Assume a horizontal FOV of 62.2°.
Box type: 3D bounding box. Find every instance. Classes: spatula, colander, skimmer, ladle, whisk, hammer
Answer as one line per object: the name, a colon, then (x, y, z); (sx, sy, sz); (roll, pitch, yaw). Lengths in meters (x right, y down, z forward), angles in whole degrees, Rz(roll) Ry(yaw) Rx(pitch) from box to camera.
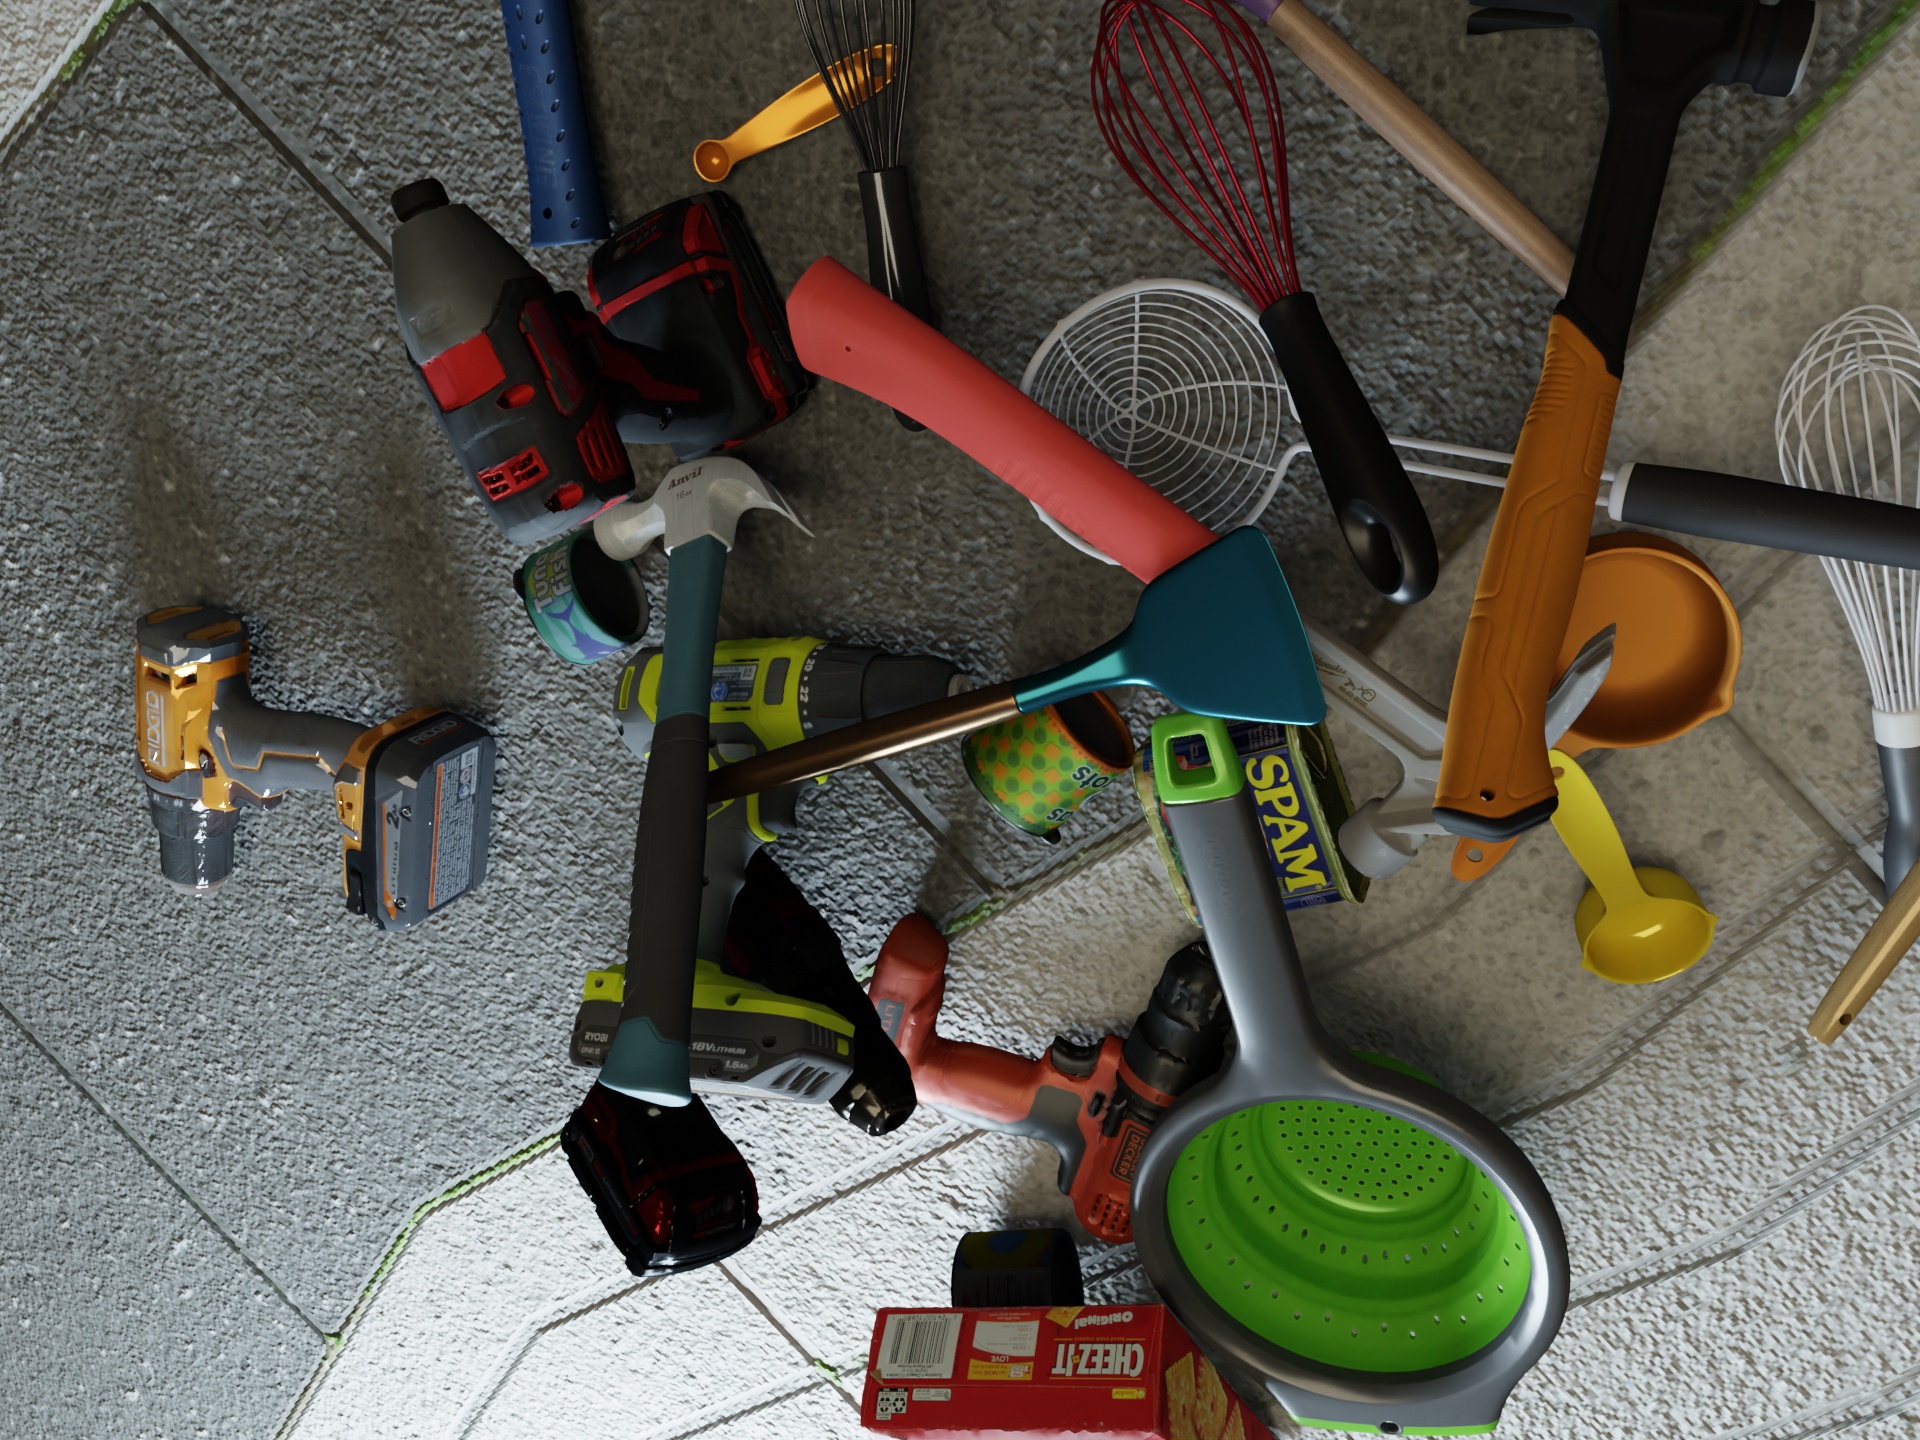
spatula: (-0.001, -0.002, 0.688); (0.317, 0.044, 0.082); (-17, 101, 25)
colander: (0.168, 0.159, 0.760); (0.204, 0.094, 0.396); (-10, 111, 26)
skimmer: (0.199, -0.098, 0.642); (0.363, 0.090, 0.127); (16, 113, 28)
ladle: (0.428, 0.000, 0.630); (0.069, 0.031, 0.315); (20, 109, -14)
spatula: (0.149, -0.276, 0.659); (0.316, 0.018, 0.059); (41, 151, -1)
whisk: (0.382, -0.029, 0.652); (0.070, 0.070, 0.284); (-10, 110, 22)
whisk: (0.121, -0.179, 0.630); (0.073, 0.073, 0.296); (-28, 74, 26)
hammer: (0.084, -0.083, 0.662); (0.359, 0.037, 0.149); (36, 127, 0)
hammer: (0.223, -0.121, 0.600); (0.127, 0.034, 0.337); (13, 84, 15)
hammer: (-0.207, -0.428, 0.724); (0.144, 0.035, 0.405); (0, 109, 20)
whisk: (-0.036, -0.247, 0.721); (0.055, 0.055, 0.238); (0, 115, 19)
hammer: (-0.131, 0.015, 0.734); (0.128, 0.331, 0.033); (-19, 145, 29)

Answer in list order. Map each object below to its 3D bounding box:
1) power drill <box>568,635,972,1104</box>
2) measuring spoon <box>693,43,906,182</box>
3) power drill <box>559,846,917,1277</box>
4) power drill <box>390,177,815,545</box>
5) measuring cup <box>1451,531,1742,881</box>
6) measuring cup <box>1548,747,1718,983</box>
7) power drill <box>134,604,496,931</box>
power drill: (-0.095, 0.066, 0.783); (0.190, 0.080, 0.229); (-1, 69, 25)
measuring spoon: (-0.075, -0.285, 0.746); (0.117, 0.011, 0.021); (-21, 106, 21)
power drill: (-0.119, 0.202, 0.866); (0.188, 0.080, 0.226); (47, 121, 33)
power drill: (-0.158, -0.169, 0.698); (0.078, 0.220, 0.143); (-20, 102, 24)
measuring cup: (0.268, -0.004, 0.703); (0.095, 0.052, 0.173); (30, 118, 7)
measuring cup: (0.284, 0.058, 0.702); (0.062, 0.029, 0.156); (-26, 122, 21)
power drill: (-0.393, 0.049, 0.943); (0.226, 0.084, 0.185); (20, 115, 17)
